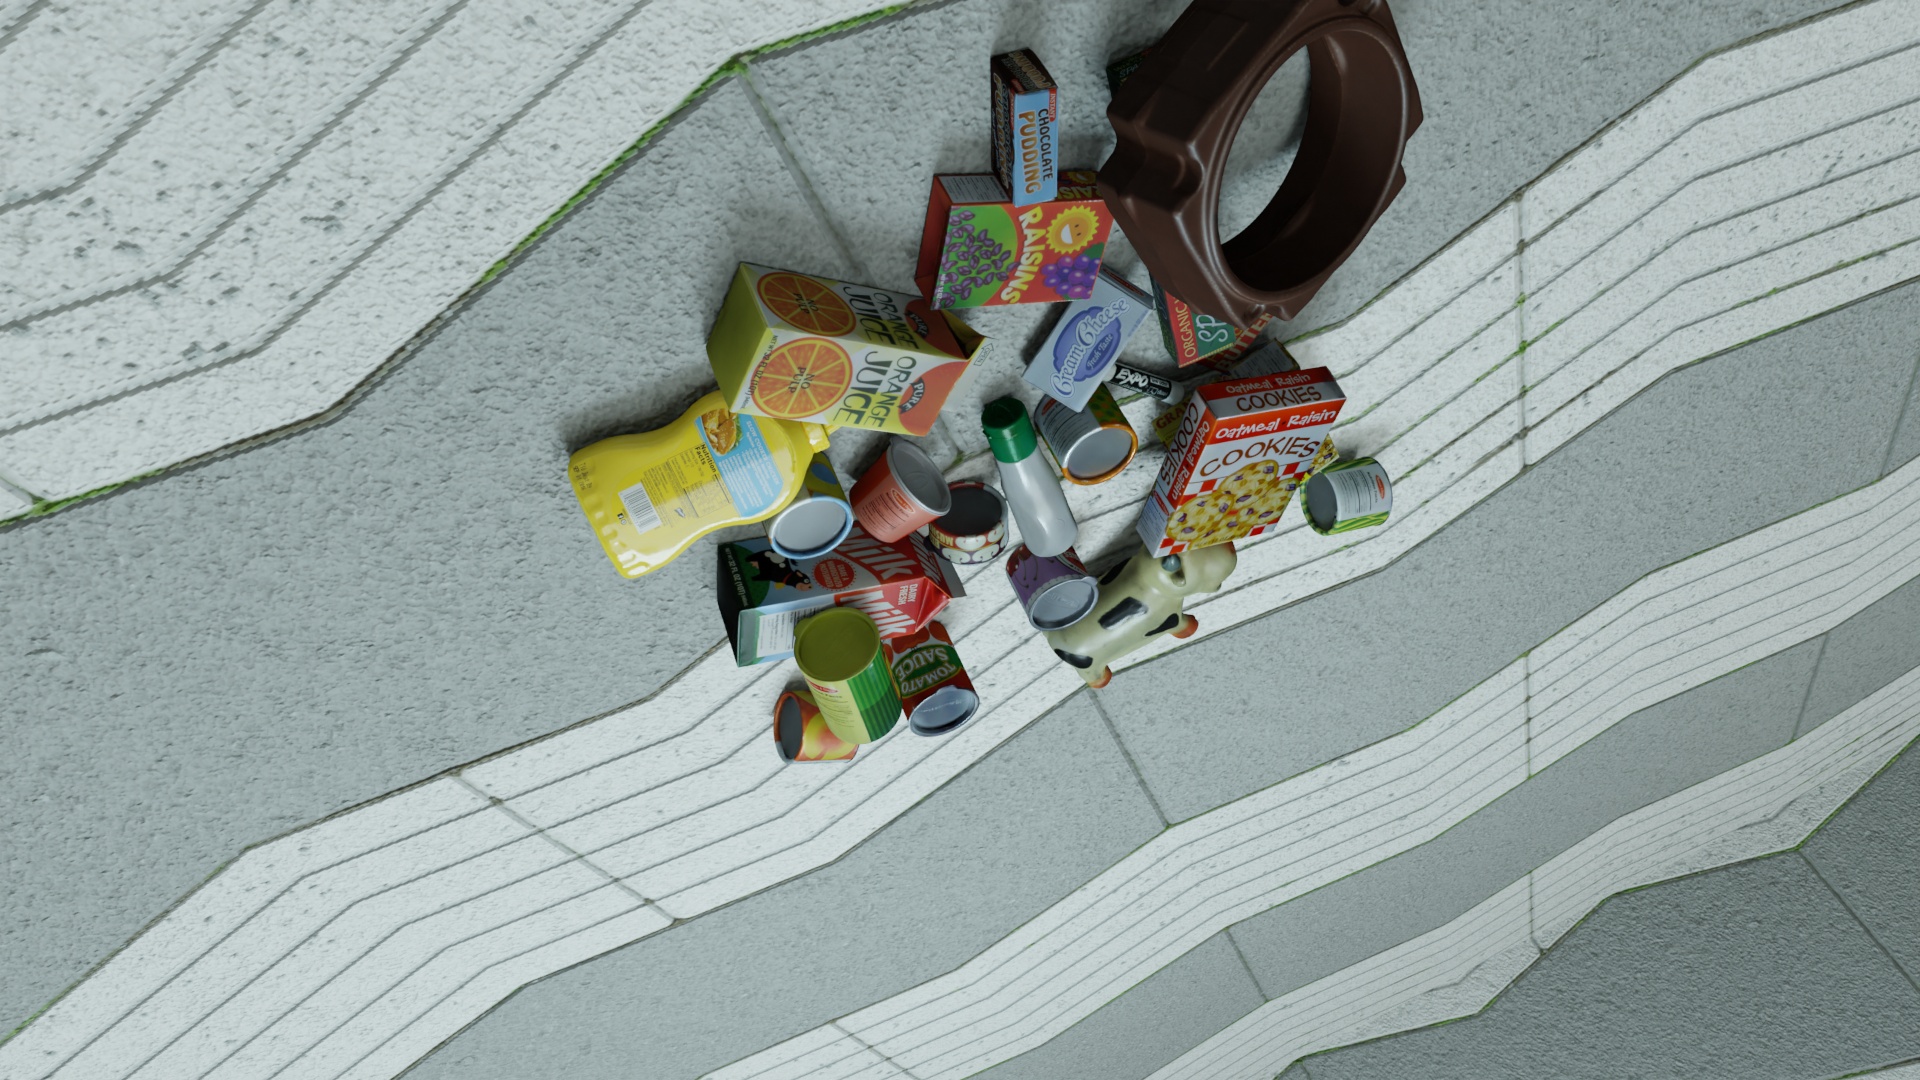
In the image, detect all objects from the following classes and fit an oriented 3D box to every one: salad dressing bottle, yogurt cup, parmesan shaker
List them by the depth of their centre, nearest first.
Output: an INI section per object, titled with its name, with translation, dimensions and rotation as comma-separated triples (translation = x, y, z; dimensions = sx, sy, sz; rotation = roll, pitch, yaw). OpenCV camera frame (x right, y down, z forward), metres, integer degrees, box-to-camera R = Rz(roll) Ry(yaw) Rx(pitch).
[yogurt cup]
translation = -0.048, -0.035, 1.069
dimensions = 0.053, 0.073, 0.072
rotation = -37, 141, 25
[parmesan shaker]
translation = -0.088, 0.106, 1.088
dimensions = 0.071, 0.071, 0.102
rotation = -22, 144, -6
[salad dressing bottle]
translation = 0.054, -0.050, 1.115
dimensions = 0.044, 0.064, 0.147
rotation = -34, 135, -9

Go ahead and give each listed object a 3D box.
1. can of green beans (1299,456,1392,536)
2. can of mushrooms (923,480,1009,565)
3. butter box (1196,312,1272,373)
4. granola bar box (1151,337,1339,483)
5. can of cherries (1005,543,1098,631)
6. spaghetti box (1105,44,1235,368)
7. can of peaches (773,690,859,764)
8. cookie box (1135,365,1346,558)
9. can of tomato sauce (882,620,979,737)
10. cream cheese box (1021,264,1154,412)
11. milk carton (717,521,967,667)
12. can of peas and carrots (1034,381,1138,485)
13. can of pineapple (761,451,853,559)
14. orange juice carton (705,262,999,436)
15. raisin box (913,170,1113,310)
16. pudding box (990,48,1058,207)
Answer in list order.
[can of green beans]
translation = 0.357, -0.041, 1.289
dimensions = 0.058, 0.071, 0.070
rotation = -11, 139, -18
[can of mushrooms]
translation = 0.004, -0.014, 1.118
dimensions = 0.071, 0.071, 0.033
rotation = -17, 140, -12
[butter box]
translation = 0.217, -0.181, 1.086
dimensions = 0.053, 0.024, 0.103
rotation = 12, 127, -38
[granola bar box]
translation = 0.247, -0.085, 1.188
dimensions = 0.124, 0.039, 0.165
rotation = -34, 146, 9
[can of cherries]
translation = 0.082, 0.036, 1.225
dimensions = 0.071, 0.058, 0.071
rotation = -15, 139, -13
[spaghetti box]
translation = 0.151, -0.227, 0.974
dimensions = 0.050, 0.029, 0.248
rotation = -24, 135, -2
[can of peaches]
translation = -0.129, 0.165, 1.245
dimensions = 0.058, 0.071, 0.071
rotation = 3, 133, -31
[cookie box]
translation = 0.224, -0.063, 1.129
dimensions = 0.123, 0.040, 0.166
rotation = -11, 144, -22
[can of tomato sauce]
translation = -0.029, 0.121, 1.236
dimensions = 0.071, 0.083, 0.070
rotation = -16, 140, -14
[cream cheese box]
translation = 0.094, -0.150, 1.031
dimensions = 0.053, 0.024, 0.103
rotation = 31, 121, -5
[milk carton]
translation = -0.094, 0.037, 1.115
dimensions = 0.191, 0.072, 0.073
rotation = -9, 139, -19
[can of peas and carrots]
translation = 0.101, -0.085, 1.100
dimensions = 0.071, 0.059, 0.070
rotation = -16, 140, -13
[can of pineapple]
translation = -0.118, -0.028, 1.040
dimensions = 0.071, 0.058, 0.070
rotation = -16, 140, -14
[orange juice carton]
translation = -0.067, -0.125, 0.948
dimensions = 0.193, 0.073, 0.071
rotation = 5, 132, -34
[raisin box]
translation = 0.037, -0.205, 0.946
dimensions = 0.124, 0.040, 0.085
rotation = -7, 137, -21
[pudding box]
translation = 0.040, -0.259, 0.878
dimensions = 0.030, 0.050, 0.083
rotation = -16, 140, -11
